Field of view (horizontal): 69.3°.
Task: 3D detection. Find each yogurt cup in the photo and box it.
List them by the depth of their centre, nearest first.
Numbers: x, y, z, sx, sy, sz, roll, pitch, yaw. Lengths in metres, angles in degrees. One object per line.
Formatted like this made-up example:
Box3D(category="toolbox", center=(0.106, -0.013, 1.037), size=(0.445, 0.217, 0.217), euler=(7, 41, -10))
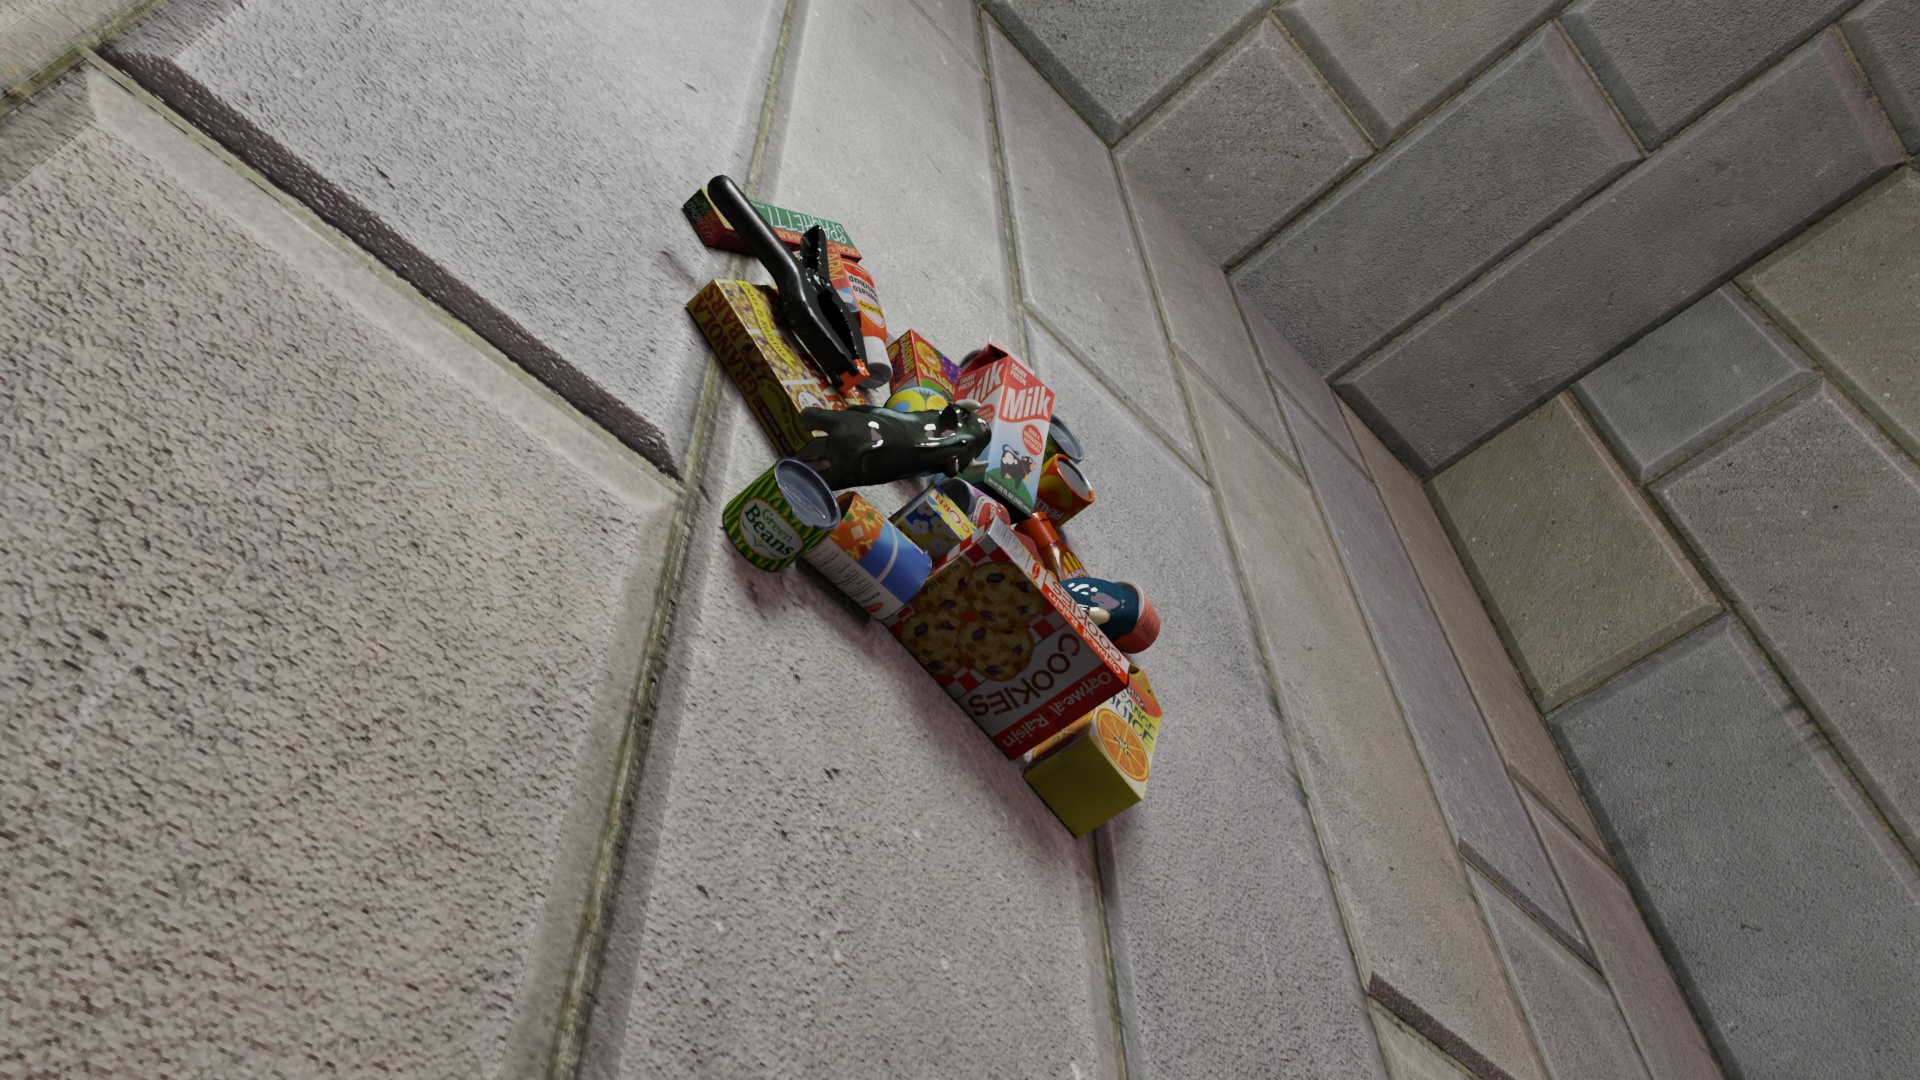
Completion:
Box3D(category="yogurt cup", center=(0.170, 0.081, 1.429), size=(0.054, 0.072, 0.073), euler=(42, 24, -42))

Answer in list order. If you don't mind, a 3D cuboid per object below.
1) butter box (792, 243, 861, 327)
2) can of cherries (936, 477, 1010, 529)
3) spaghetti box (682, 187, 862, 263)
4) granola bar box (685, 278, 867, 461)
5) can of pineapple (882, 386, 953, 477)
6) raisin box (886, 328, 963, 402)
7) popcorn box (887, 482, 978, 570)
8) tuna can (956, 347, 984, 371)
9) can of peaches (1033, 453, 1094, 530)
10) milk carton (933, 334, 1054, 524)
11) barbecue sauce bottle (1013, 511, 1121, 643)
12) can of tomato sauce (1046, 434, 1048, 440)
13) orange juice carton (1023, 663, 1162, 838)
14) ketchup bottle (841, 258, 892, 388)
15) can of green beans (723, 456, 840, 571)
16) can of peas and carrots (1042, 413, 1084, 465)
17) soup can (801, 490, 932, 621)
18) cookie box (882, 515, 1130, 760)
Box3D(category="butter box", center=(-0.133, -0.243, 1.345), size=(0.024, 0.053, 0.104), euler=(88, -14, -54))
Box3D(category="can of cherries", center=(0.004, -0.016, 1.255), size=(0.058, 0.071, 0.072), euler=(31, 31, -42))
Box3D(category="spaghetti box", center=(-0.179, -0.304, 1.377), size=(0.050, 0.028, 0.250), euler=(58, 25, 11))
Box3D(category="granola bar box", center=(-0.148, -0.148, 1.202), size=(0.165, 0.039, 0.124), euler=(57, 24, 9))
Box3D(category="can of pineapple", center=(-0.038, -0.102, 1.299), size=(0.071, 0.071, 0.058), euler=(37, 29, -32))
Box3D(category="raisin box", center=(-0.030, -0.148, 1.417), size=(0.086, 0.040, 0.124), euler=(34, 30, -34))
Box3D(category="popcorn box", center=(-0.013, 0.028, 1.144), size=(0.126, 0.085, 0.038), euler=(48, 25, -10))
Box3D(category="tuna can", center=(0.017, -0.171, 1.502), size=(0.033, 0.071, 0.071), euler=(36, 28, -31))
Box3D(category="can of peaches", center=(0.102, -0.051, 1.494), size=(0.071, 0.058, 0.071), euler=(41, 25, -25))
Box3D(category="milk carton", center=(0.036, -0.109, 1.353), size=(0.072, 0.073, 0.191), euler=(37, 52, -35))
Box3D(category="barbecue sauce bottle", center=(0.103, 0.041, 1.386), size=(0.065, 0.043, 0.149), euler=(-4, 59, -52))
Box3D(category="can of tomato sauce", center=(0.055, -0.100, 1.470), size=(0.071, 0.071, 0.083), euler=(48, 25, -10))
Box3D(category="orange juice carton", center=(0.121, 0.167, 1.209), size=(0.073, 0.071, 0.193), euler=(50, 24, -7))
Box3D(category="ketchup bottle", center=(-0.101, -0.213, 1.375), size=(0.064, 0.043, 0.149), euler=(27, 35, -43))
Box3D(category="can of green beans", center=(-0.132, -0.019, 1.028), size=(0.071, 0.057, 0.071), euler=(41, 26, -25))
Box3D(category="can of peas and carrots", center=(0.093, -0.101, 1.548), size=(0.071, 0.058, 0.071), euler=(41, 26, -24))
Box3D(category="soup can", center=(-0.073, 0.010, 1.081), size=(0.083, 0.071, 0.072), euler=(42, 25, -21))
Box3D(category="cookie box", center=(0.036, 0.081, 1.111), size=(0.167, 0.122, 0.040), euler=(48, 25, -10))
